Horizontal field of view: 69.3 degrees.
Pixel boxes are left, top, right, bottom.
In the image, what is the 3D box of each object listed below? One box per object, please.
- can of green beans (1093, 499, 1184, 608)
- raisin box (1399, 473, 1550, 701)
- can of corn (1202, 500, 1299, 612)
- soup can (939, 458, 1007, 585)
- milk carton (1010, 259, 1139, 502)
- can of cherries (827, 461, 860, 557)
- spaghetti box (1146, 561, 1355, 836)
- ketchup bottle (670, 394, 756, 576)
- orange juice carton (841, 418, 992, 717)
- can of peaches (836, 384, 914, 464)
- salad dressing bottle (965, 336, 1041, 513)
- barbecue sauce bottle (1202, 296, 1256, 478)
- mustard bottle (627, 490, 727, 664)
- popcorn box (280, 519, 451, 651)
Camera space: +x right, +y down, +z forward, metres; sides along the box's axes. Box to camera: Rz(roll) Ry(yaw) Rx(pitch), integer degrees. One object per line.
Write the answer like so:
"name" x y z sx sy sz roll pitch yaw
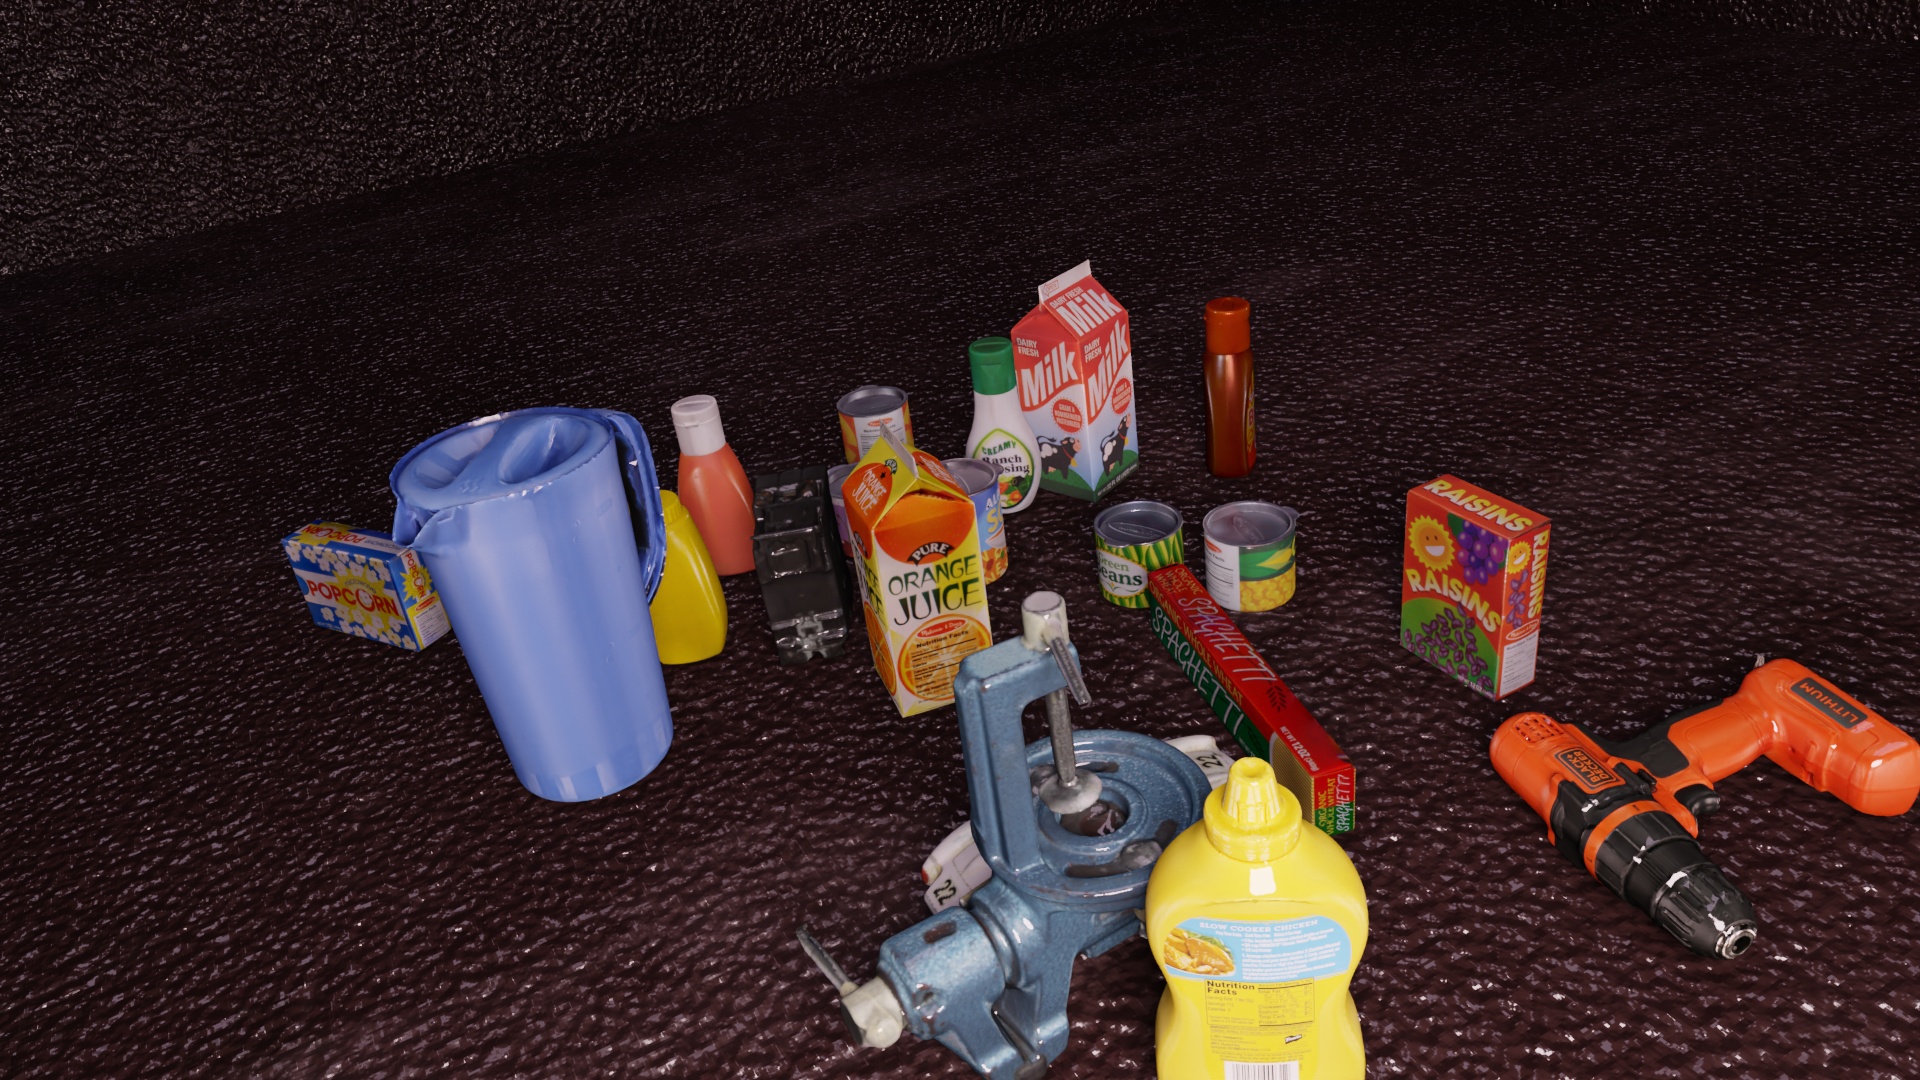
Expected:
"can of green beans" 0.135 0.010 1.045 0.071 0.057 0.071 -6 30 3
"raisin box" 0.331 0.029 0.899 0.040 0.122 0.086 -21 32 -22
"can of corn" 0.216 0.011 1.024 0.071 0.058 0.071 -6 30 3
"soup can" 0.004 -0.014 1.091 0.071 0.083 0.072 -6 30 3
"milk carton" 0.097 -0.136 1.175 0.073 0.189 0.073 17 38 37
"can of cherries" -0.080 -0.027 1.160 0.071 0.058 0.072 -6 30 3
"spaghetti box" 0.180 0.094 0.895 0.029 0.050 0.251 -14 30 -10
"ketchup bottle" -0.201 -0.044 1.127 0.065 0.148 0.044 -6 29 4
"orange juice carton" -0.030 0.016 0.939 0.073 0.191 0.072 -16 30 -14
"can of peaches" -0.078 -0.106 1.297 0.071 0.057 0.071 -6 30 3
"salad dressing bottle" 0.032 -0.096 1.164 0.064 0.147 0.044 -5 30 6
"barbecue sauce bottle" 0.227 -0.130 1.176 0.043 0.147 0.065 -1 30 13
"mustard bottle" -0.214 0.014 1.018 0.065 0.159 0.049 -10 29 -4
"popcorn box" -0.478 0.035 1.120 0.127 0.084 0.038 9 34 27
